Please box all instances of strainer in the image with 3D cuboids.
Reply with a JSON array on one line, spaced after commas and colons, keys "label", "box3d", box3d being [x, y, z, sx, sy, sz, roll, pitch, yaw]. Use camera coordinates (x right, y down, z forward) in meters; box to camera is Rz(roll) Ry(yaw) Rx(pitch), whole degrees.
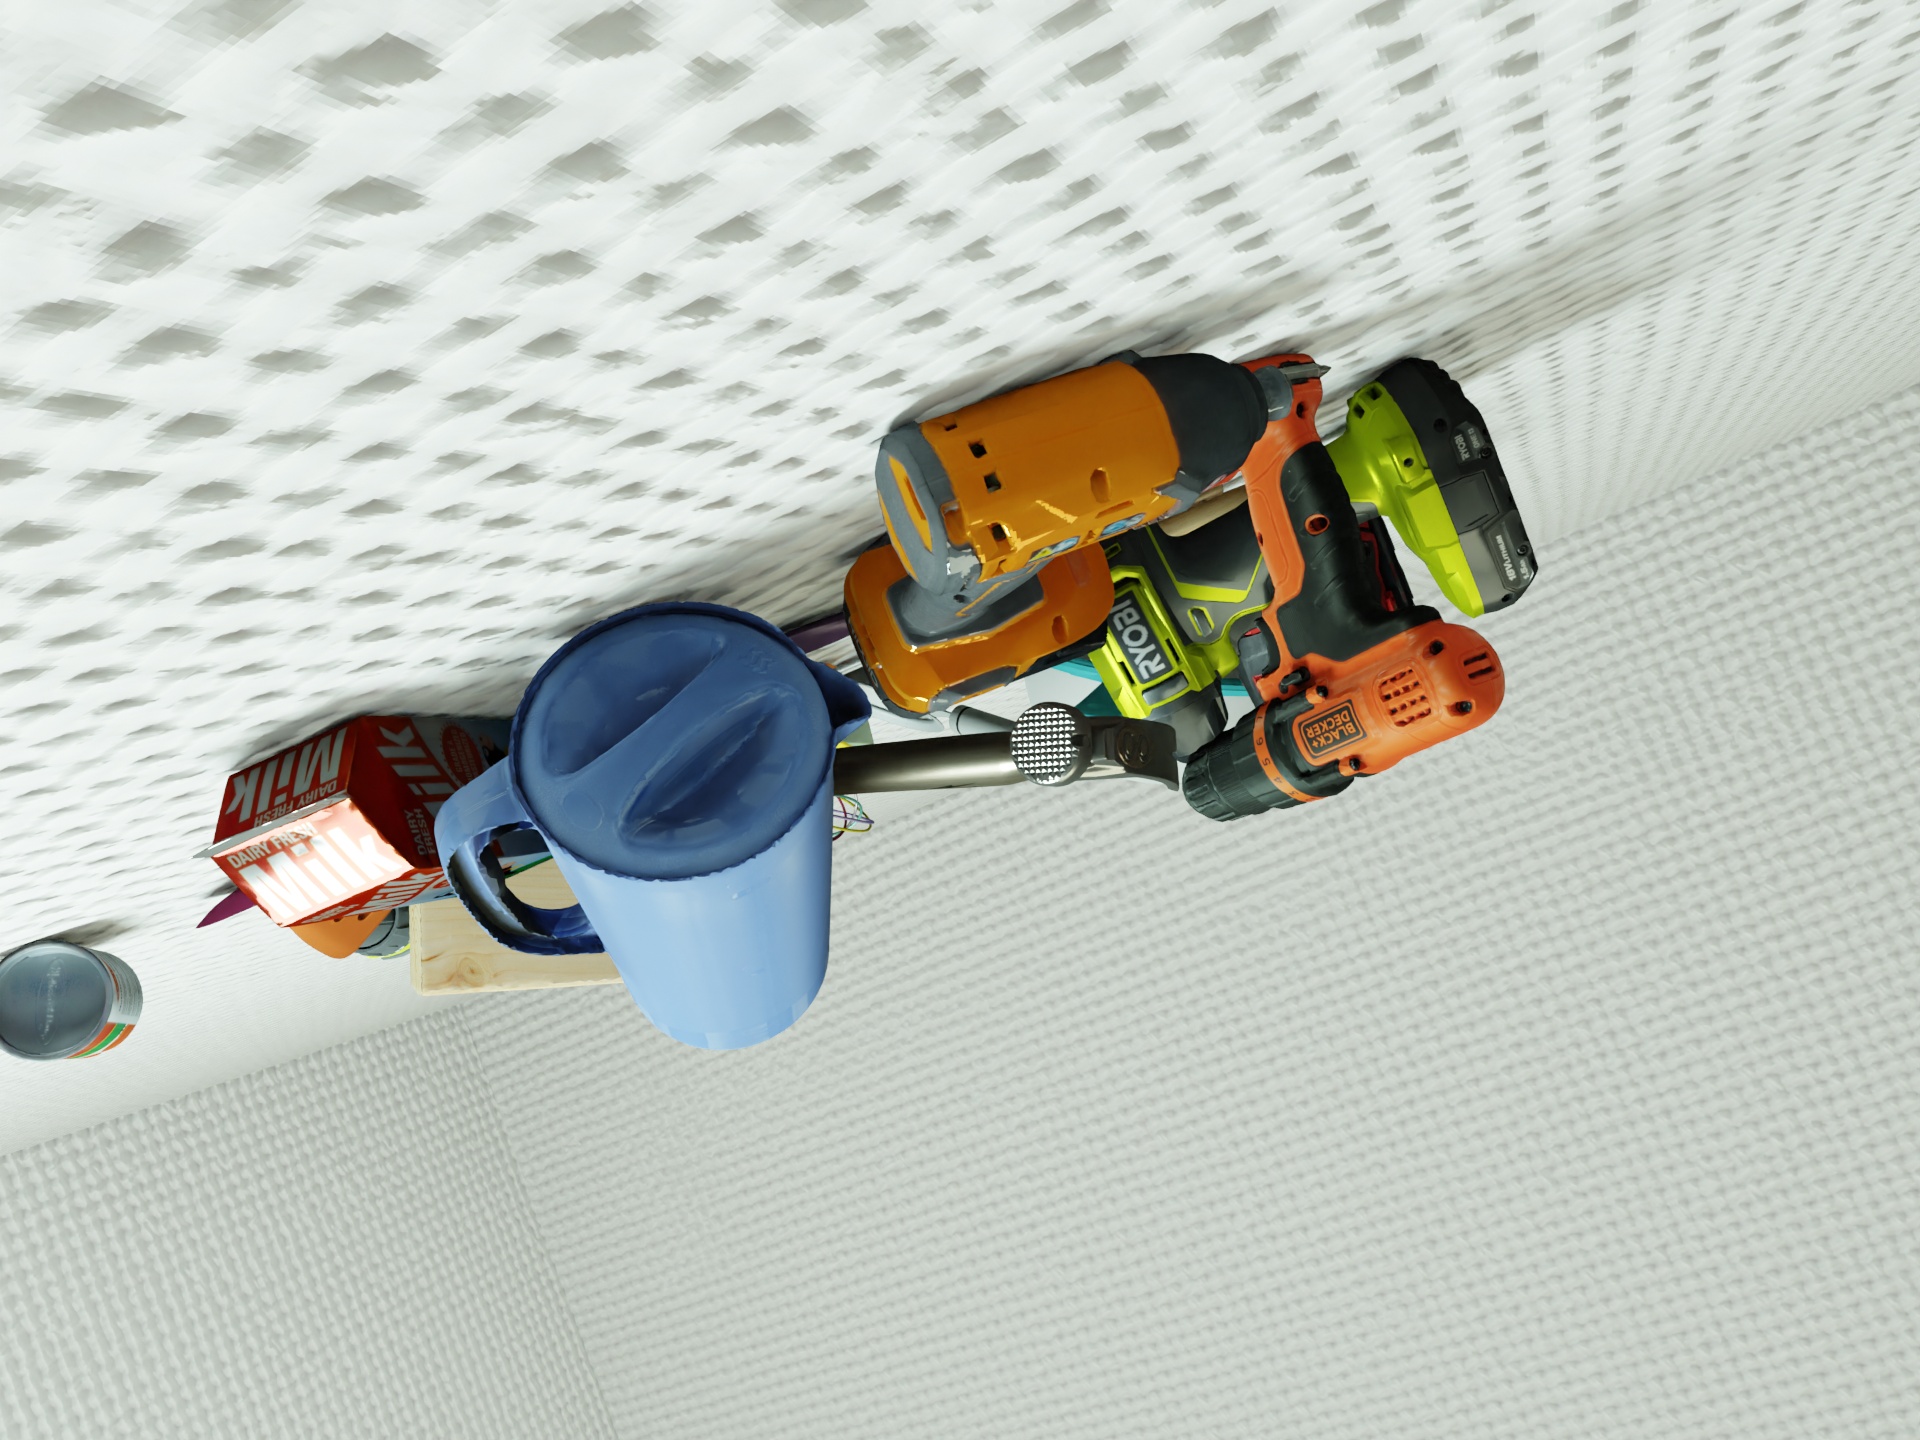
[{"label": "strainer", "box3d": [-0.002, -0.003, 1.011, 0.259, 0.050, 0.086, 18, 170, 45]}, {"label": "strainer", "box3d": [0.118, 0.005, 1.093, 0.211, 0.095, 0.340, 10, -166, 15]}]

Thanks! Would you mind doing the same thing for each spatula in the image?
[{"label": "spatula", "box3d": [-0.263, 0.056, 1.000, 0.322, 0.041, 0.081, -24, 149, -5]}, {"label": "spatula", "box3d": [-0.007, -0.074, 0.866, 0.316, 0.018, 0.059, -21, 176, 1]}]

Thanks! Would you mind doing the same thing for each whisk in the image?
[{"label": "whisk", "box3d": [-0.154, 0.054, 1.140, 0.051, 0.047, 0.244, -31, 151, 32]}]

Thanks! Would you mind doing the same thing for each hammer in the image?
[{"label": "hammer", "box3d": [-0.085, 0.031, 0.868, 0.411, 0.038, 0.146, -6, 173, 31]}]

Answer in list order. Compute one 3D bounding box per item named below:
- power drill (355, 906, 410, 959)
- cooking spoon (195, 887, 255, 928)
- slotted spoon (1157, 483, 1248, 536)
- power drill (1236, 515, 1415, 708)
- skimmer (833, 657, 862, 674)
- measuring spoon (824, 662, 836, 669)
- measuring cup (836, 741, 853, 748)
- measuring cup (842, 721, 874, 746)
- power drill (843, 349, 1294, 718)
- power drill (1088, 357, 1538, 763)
[{"label": "power drill", "box3d": [-0.322, 0.107, 1.109, 0.228, 0.080, 0.190, -19, 175, 0]}, {"label": "cooking spoon", "box3d": [-0.329, 0.059, 0.897, 0.319, 0.017, 0.069, -25, -172, 28]}, {"label": "slotted spoon", "box3d": [0.151, -0.125, 0.948, 0.314, 0.031, 0.070, -22, 175, 22]}, {"label": "power drill", "box3d": [0.226, -0.090, 1.055, 0.078, 0.143, 0.219, -21, -178, 31]}, {"label": "skimmer", "box3d": [-0.037, -0.013, 0.946, 0.363, 0.090, 0.127, -22, 166, 6]}, {"label": "measuring spoon", "box3d": [-0.098, -0.022, 1.053, 0.021, 0.011, 0.117, 17, 166, -13]}, {"label": "measuring cup", "box3d": [-0.102, 0.023, 1.090, 0.062, 0.029, 0.156, -26, 150, 23]}, {"label": "measuring cup", "box3d": [-0.143, 0.012, 1.138, 0.167, 0.038, 0.083, -2, 164, -27]}, {"label": "power drill", "box3d": [0.037, -0.080, 0.668, 0.164, 0.084, 0.226, -21, 171, -15]}, {"label": "power drill", "box3d": [0.172, -0.074, 0.831, 0.223, 0.171, 0.080, -27, -151, 10]}]
